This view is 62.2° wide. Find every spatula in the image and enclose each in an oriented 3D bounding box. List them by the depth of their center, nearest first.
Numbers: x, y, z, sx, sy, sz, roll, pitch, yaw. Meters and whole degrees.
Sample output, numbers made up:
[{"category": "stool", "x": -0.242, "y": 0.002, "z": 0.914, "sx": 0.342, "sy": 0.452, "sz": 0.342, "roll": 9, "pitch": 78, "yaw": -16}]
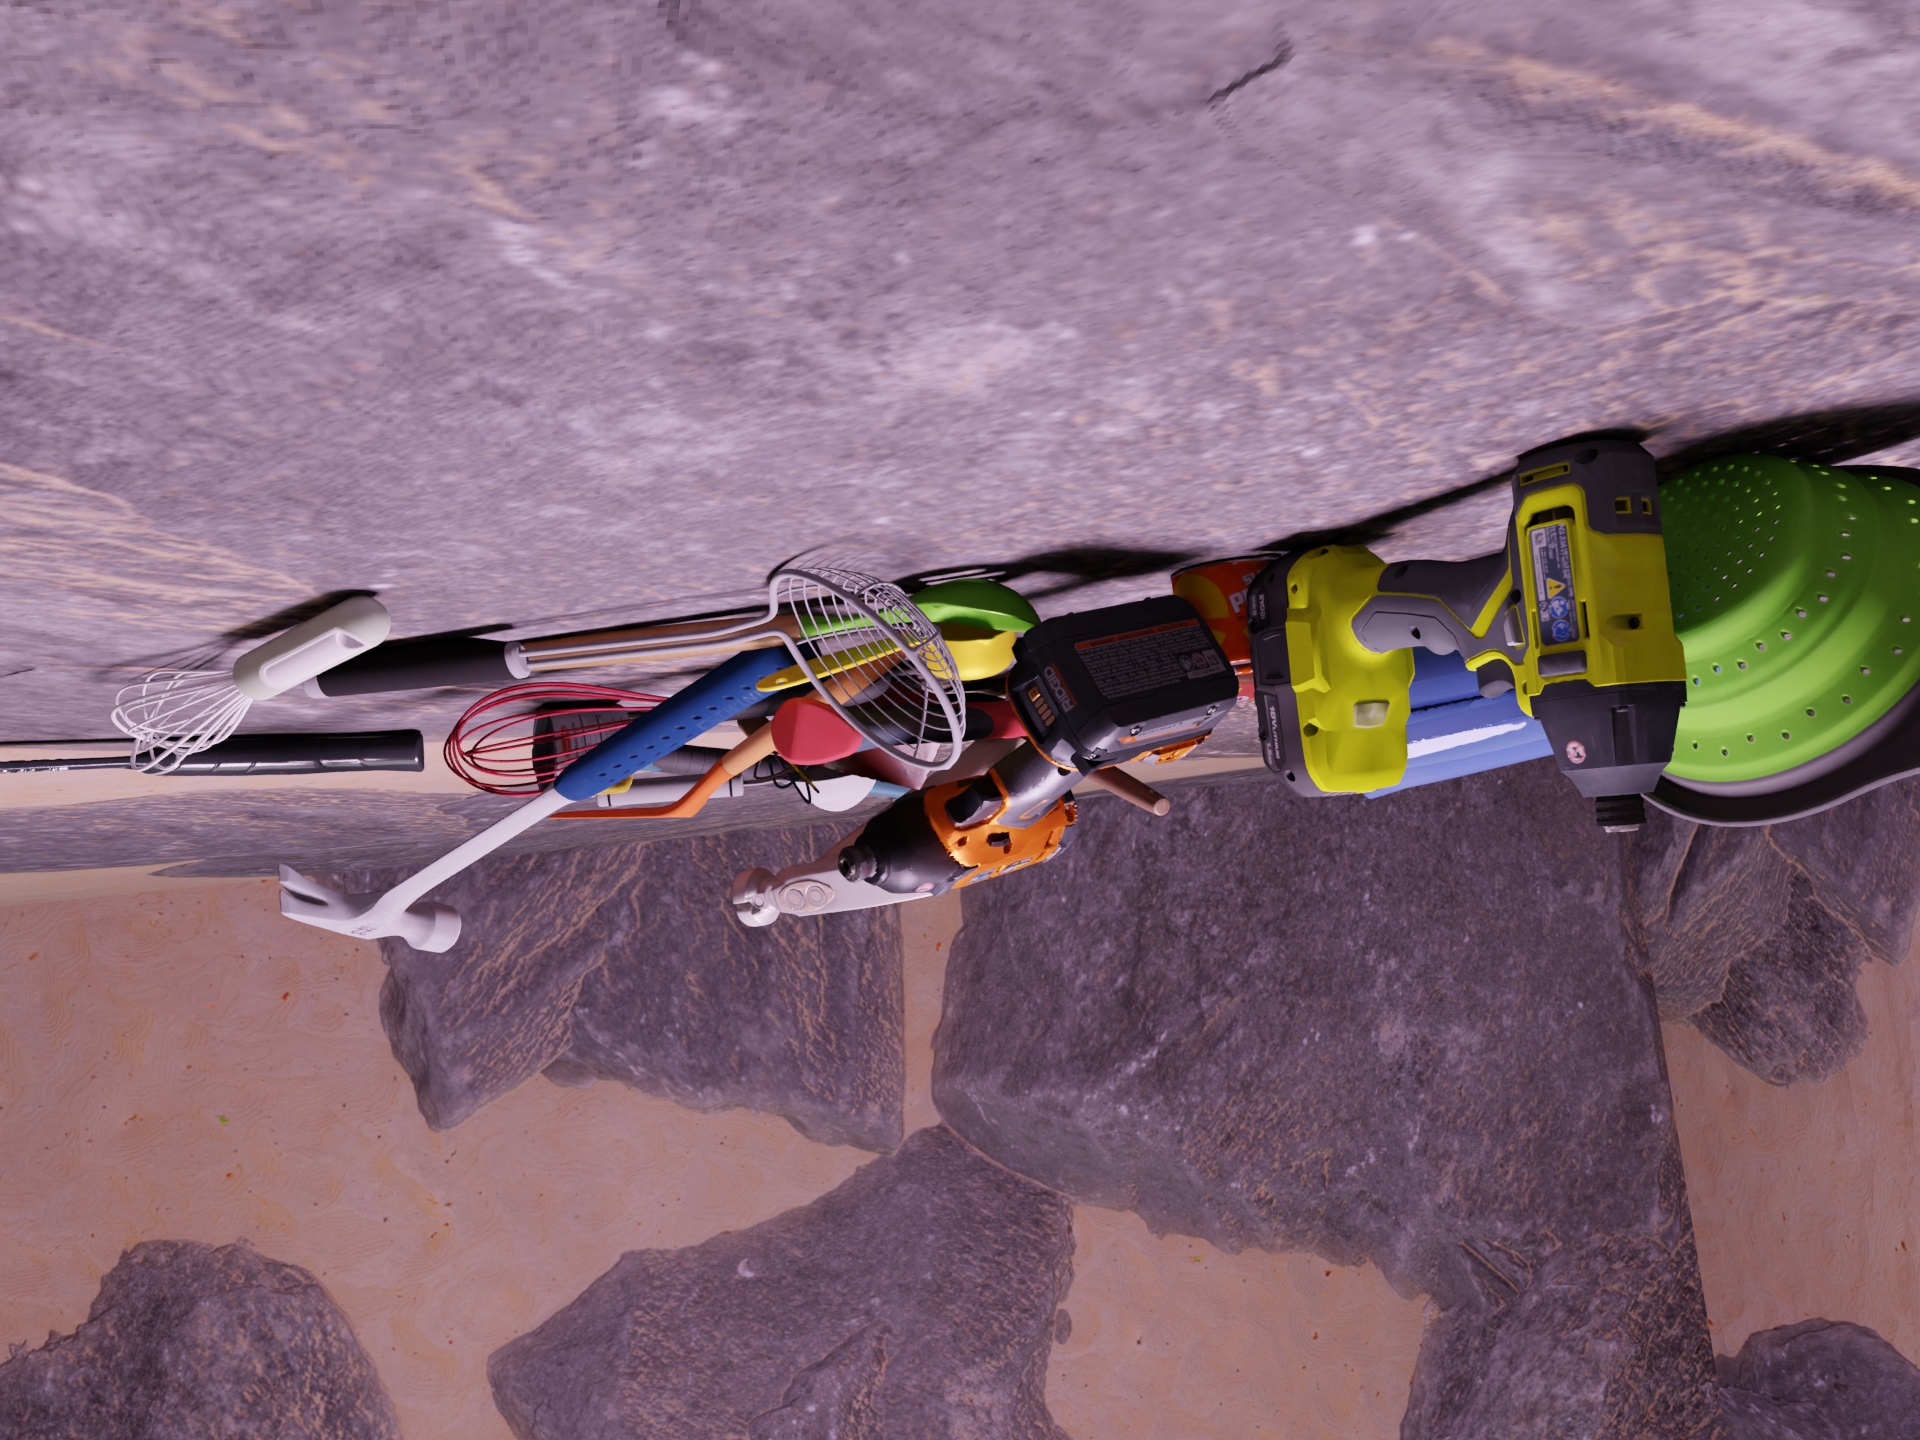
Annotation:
[{"category": "spatula", "x": -0.136, "y": 0.010, "z": 1.022, "sx": 0.322, "sy": 0.041, "sz": 0.081, "roll": -33, "pitch": 160, "yaw": 30}, {"category": "spatula", "x": 0.068, "y": 0.016, "z": 1.183, "sx": 0.059, "sy": 0.018, "sz": 0.316, "roll": -4, "pitch": -164, "yaw": -24}]

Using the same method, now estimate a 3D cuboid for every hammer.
[{"category": "hammer", "x": -0.255, "y": 0.047, "z": 0.990, "sx": 0.405, "sy": 0.035, "sz": 0.144, "roll": -30, "pitch": 151, "yaw": 25}, {"category": "hammer", "x": -0.002, "y": -0.003, "z": 1.036, "sx": 0.143, "sy": 0.038, "sz": 0.386, "roll": 16, "pitch": -170, "yaw": 32}, {"category": "hammer", "x": -0.563, "y": 0.030, "z": 1.073, "sx": 0.408, "sy": 0.036, "sz": 0.149, "roll": -2, "pitch": 173, "yaw": -39}, {"category": "hammer", "x": -0.004, "y": 0.049, "z": 1.186, "sx": 0.146, "sy": 0.038, "sz": 0.410, "roll": -12, "pitch": -168, "yaw": 28}, {"category": "hammer", "x": -0.119, "y": 0.045, "z": 1.294, "sx": 0.330, "sy": 0.033, "sz": 0.128, "roll": 9, "pitch": 171, "yaw": -29}]

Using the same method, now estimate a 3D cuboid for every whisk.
[{"category": "whisk", "x": -0.358, "y": -0.019, "z": 0.799, "sx": 0.246, "sy": 0.059, "sz": 0.057, "roll": -17, "pitch": 141, "yaw": 38}, {"category": "whisk", "x": -0.190, "y": -0.005, "z": 1.051, "sx": 0.295, "sy": 0.073, "sz": 0.073, "roll": -10, "pitch": 175, "yaw": -13}, {"category": "whisk", "x": -0.136, "y": 0.013, "z": 1.152, "sx": 0.047, "sy": 0.051, "sz": 0.245, "roll": 19, "pitch": -177, "yaw": -18}]

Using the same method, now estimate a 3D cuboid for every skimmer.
[{"category": "skimmer", "x": -0.176, "y": -0.015, "z": 0.812, "sx": 0.363, "sy": 0.090, "sz": 0.127, "roll": -5, "pitch": 140, "yaw": 10}]

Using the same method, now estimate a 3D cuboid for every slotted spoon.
[{"category": "slotted spoon", "x": -0.112, "y": -0.049, "z": 0.869, "sx": 0.314, "sy": 0.031, "sz": 0.070, "roll": -6, "pitch": 174, "yaw": 8}]

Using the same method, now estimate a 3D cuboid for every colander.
[{"category": "colander", "x": 0.343, "y": -0.069, "z": 0.835, "sx": 0.094, "sy": 0.204, "sz": 0.397, "roll": 34, "pitch": 173, "yaw": -23}]

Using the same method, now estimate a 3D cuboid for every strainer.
[{"category": "strainer", "x": -0.161, "y": 0.049, "z": 1.199, "sx": 0.258, "sy": 0.050, "sz": 0.087, "roll": -4, "pitch": -170, "yaw": -7}]

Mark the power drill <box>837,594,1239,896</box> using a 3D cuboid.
[{"category": "power drill", "x": 0.034, "y": 0.028, "z": 0.899, "sx": 0.164, "sy": 0.084, "sz": 0.226, "roll": -13, "pitch": 157, "yaw": -39}]

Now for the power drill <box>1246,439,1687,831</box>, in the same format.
[{"category": "power drill", "x": 0.246, "y": -0.028, "z": 0.784, "sx": 0.080, "sy": 0.171, "sz": 0.223, "roll": -3, "pitch": 176, "yaw": -30}]

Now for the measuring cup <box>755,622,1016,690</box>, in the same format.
[{"category": "measuring cup", "x": -0.040, "y": -0.030, "z": 0.889, "sx": 0.156, "sy": 0.029, "sz": 0.062, "roll": -17, "pitch": -153, "yaw": -22}]
